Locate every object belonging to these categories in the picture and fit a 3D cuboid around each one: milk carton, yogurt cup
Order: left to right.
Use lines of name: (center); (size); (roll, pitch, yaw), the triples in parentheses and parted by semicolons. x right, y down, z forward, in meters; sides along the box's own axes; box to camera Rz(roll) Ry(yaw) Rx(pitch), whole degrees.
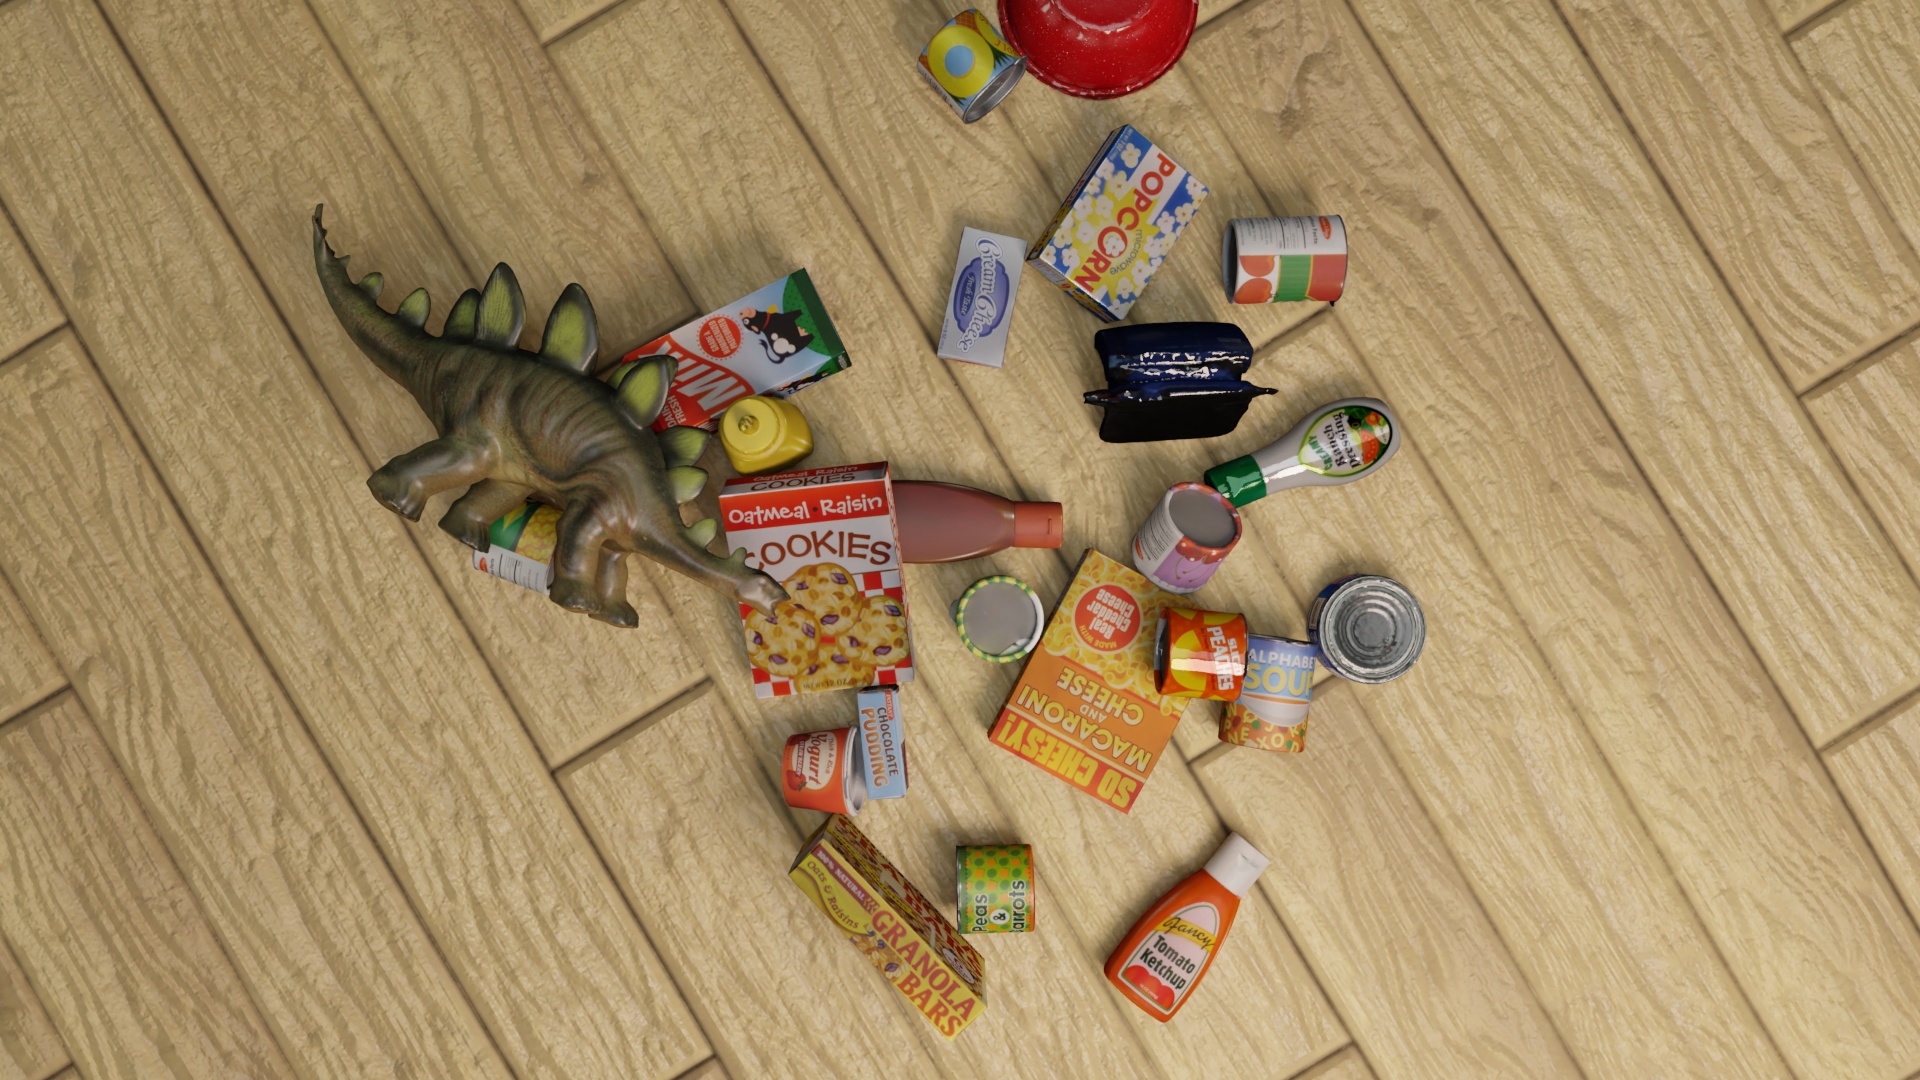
milk carton: (-0.185, -0.128, 1.060); (0.191, 0.072, 0.073); (-26, 88, -1)
yogurt cup: (-0.103, 0.175, 1.057); (0.054, 0.072, 0.072); (-2, 89, 8)

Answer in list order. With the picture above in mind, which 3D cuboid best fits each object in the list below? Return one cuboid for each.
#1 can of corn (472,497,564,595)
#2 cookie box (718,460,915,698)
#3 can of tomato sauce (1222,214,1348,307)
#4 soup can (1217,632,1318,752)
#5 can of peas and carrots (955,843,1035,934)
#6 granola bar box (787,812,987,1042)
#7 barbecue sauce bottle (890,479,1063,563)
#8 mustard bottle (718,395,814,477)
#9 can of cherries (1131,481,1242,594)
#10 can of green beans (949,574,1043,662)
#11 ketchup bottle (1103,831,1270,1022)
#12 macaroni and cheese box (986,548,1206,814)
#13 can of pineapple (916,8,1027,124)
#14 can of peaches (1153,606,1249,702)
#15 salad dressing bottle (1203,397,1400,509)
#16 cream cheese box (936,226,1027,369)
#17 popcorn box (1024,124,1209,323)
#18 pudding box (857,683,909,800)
can of corn: (-0.328, 0.000, 1.059); (0.058, 0.071, 0.071); (21, 89, 0)
cookie box: (-0.105, 0.030, 1.042); (0.123, 0.040, 0.166); (-6, 111, 2)
can of tomato sauce: (0.249, -0.215, 1.071); (0.083, 0.071, 0.071); (-2, 89, 0)
soup can: (0.235, 0.115, 1.056); (0.071, 0.071, 0.083); (7, 89, 0)
can of peas and carrots: (0.026, 0.265, 1.050); (0.059, 0.071, 0.071); (-1, 89, -1)
granola bar box: (-0.052, 0.279, 1.022); (0.039, 0.124, 0.165); (-44, 89, -1)
barbecue sauce bottle: (0.004, -0.013, 1.073); (0.149, 0.044, 0.064); (1, 94, -1)
mustard bottle: (-0.146, -0.079, 1.015); (0.065, 0.160, 0.049); (-23, 88, -2)
can of cherries: (0.174, -0.002, 1.053); (0.071, 0.058, 0.072); (12, 50, -14)
can of green beans: (0.029, 0.059, 1.063); (0.071, 0.058, 0.071); (0, 88, 0)
ketchup bottle: (0.178, 0.292, 1.065); (0.065, 0.043, 0.149); (39, 88, 1)
macaroni and cheese box: (0.113, 0.107, 1.071); (0.124, 0.040, 0.166); (29, 88, 0)
can of pineapple: (0.010, -0.367, 1.072); (0.071, 0.071, 0.058); (-42, 89, -1)
can of peaches: (0.176, 0.083, 1.018); (0.058, 0.071, 0.071); (6, 89, -1)
salad dressing bottle: (0.264, -0.063, 1.076); (0.148, 0.044, 0.064); (-22, 90, -1)
cream cheese box: (0.017, -0.189, 1.088); (0.053, 0.024, 0.104); (12, 88, -1)
popcorn box: (0.121, -0.244, 1.073); (0.085, 0.038, 0.126); (34, 88, -17)
pudding box: (-0.059, 0.154, 1.064); (0.030, 0.049, 0.083); (-6, 89, 1)
